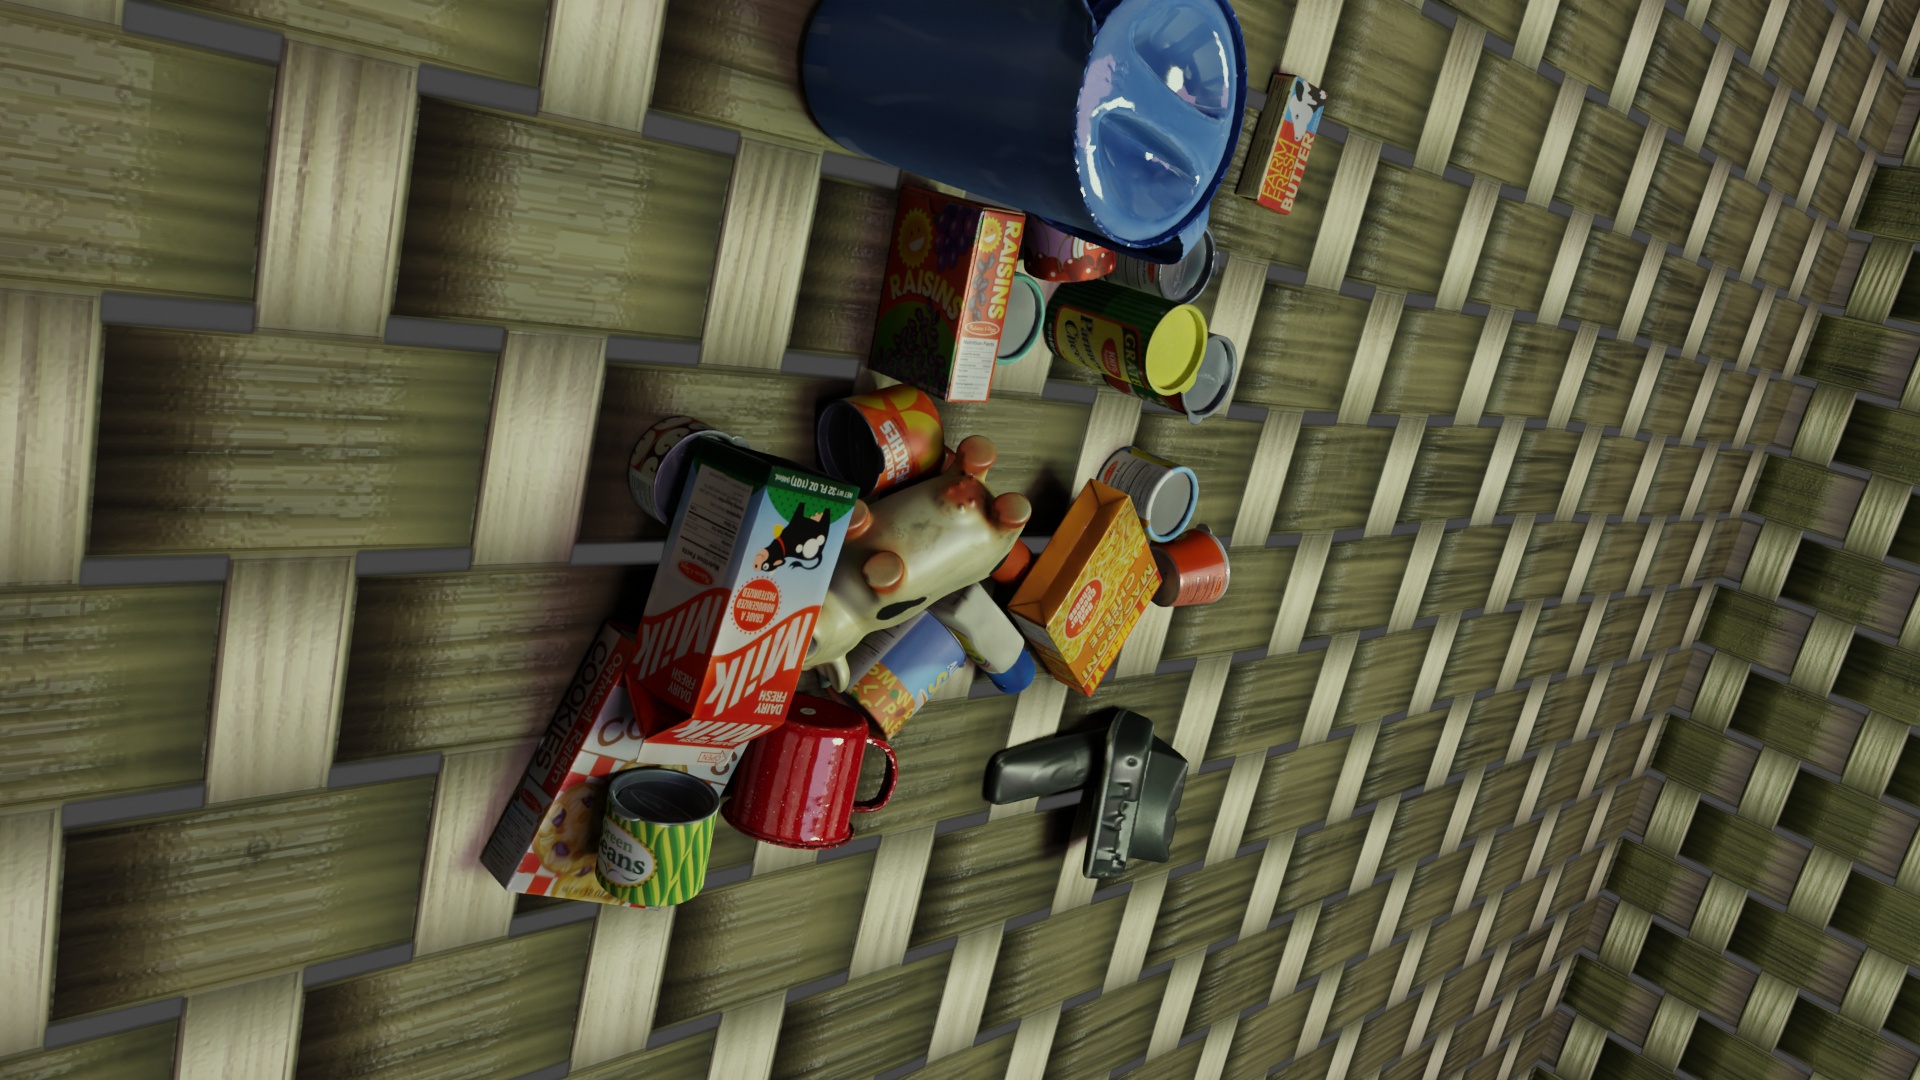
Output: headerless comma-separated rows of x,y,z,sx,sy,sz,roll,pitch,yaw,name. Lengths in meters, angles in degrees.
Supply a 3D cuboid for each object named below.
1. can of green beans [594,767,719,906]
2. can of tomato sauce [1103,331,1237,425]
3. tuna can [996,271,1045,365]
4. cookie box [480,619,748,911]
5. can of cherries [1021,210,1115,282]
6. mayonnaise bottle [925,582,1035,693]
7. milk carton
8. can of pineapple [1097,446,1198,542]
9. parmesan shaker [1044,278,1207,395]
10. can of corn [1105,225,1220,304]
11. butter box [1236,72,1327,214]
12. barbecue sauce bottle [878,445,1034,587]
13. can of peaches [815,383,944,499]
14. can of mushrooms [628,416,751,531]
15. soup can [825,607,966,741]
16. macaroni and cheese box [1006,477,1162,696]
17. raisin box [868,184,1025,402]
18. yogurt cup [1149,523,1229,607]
-0.183,0.178,0.836,0.071,0.071,0.057,-3,113,-45,can of green beans
0.162,-0.135,1.082,0.071,0.083,0.070,-22,124,-37,can of tomato sauce
0.027,-0.158,0.972,0.071,0.033,0.070,-22,124,-37,tuna can
-0.207,0.145,0.878,0.123,0.040,0.167,28,89,-49,cookie box
0.078,-0.217,0.965,0.072,0.071,0.058,-26,127,-35,can of cherries
0.015,0.069,1.052,0.041,0.065,0.147,-53,141,-13,mayonnaise bottle
-0.135,0.043,0.817,0.072,0.073,0.190,15,95,-49,milk carton
0.154,-0.037,1.142,0.071,0.058,0.070,-23,124,-37,can of pineapple
0.120,-0.149,1.018,0.071,0.103,0.071,-22,124,-37,parmesan shaker
0.152,-0.214,1.052,0.071,0.058,0.070,-22,124,-37,can of corn
0.263,-0.324,1.138,0.053,0.024,0.103,5,105,-46,butter box
0.004,-0.013,1.011,0.065,0.044,0.148,-53,138,-3,barbecue sauce bottle
-0.051,-0.065,0.909,0.058,0.071,0.071,-20,123,-39,can of peaches
-0.162,-0.041,0.836,0.071,0.033,0.070,-22,123,-37,can of mushrooms
-0.046,0.094,0.995,0.084,0.071,0.071,-46,136,-19,soup can
0.103,0.041,1.113,0.124,0.040,0.166,-57,153,-13,macaroni and cheese box
-0.011,-0.158,0.892,0.040,0.086,0.123,-1,110,-40,raisin box
0.192,0.027,1.211,0.054,0.072,0.072,-12,118,-33,yogurt cup
